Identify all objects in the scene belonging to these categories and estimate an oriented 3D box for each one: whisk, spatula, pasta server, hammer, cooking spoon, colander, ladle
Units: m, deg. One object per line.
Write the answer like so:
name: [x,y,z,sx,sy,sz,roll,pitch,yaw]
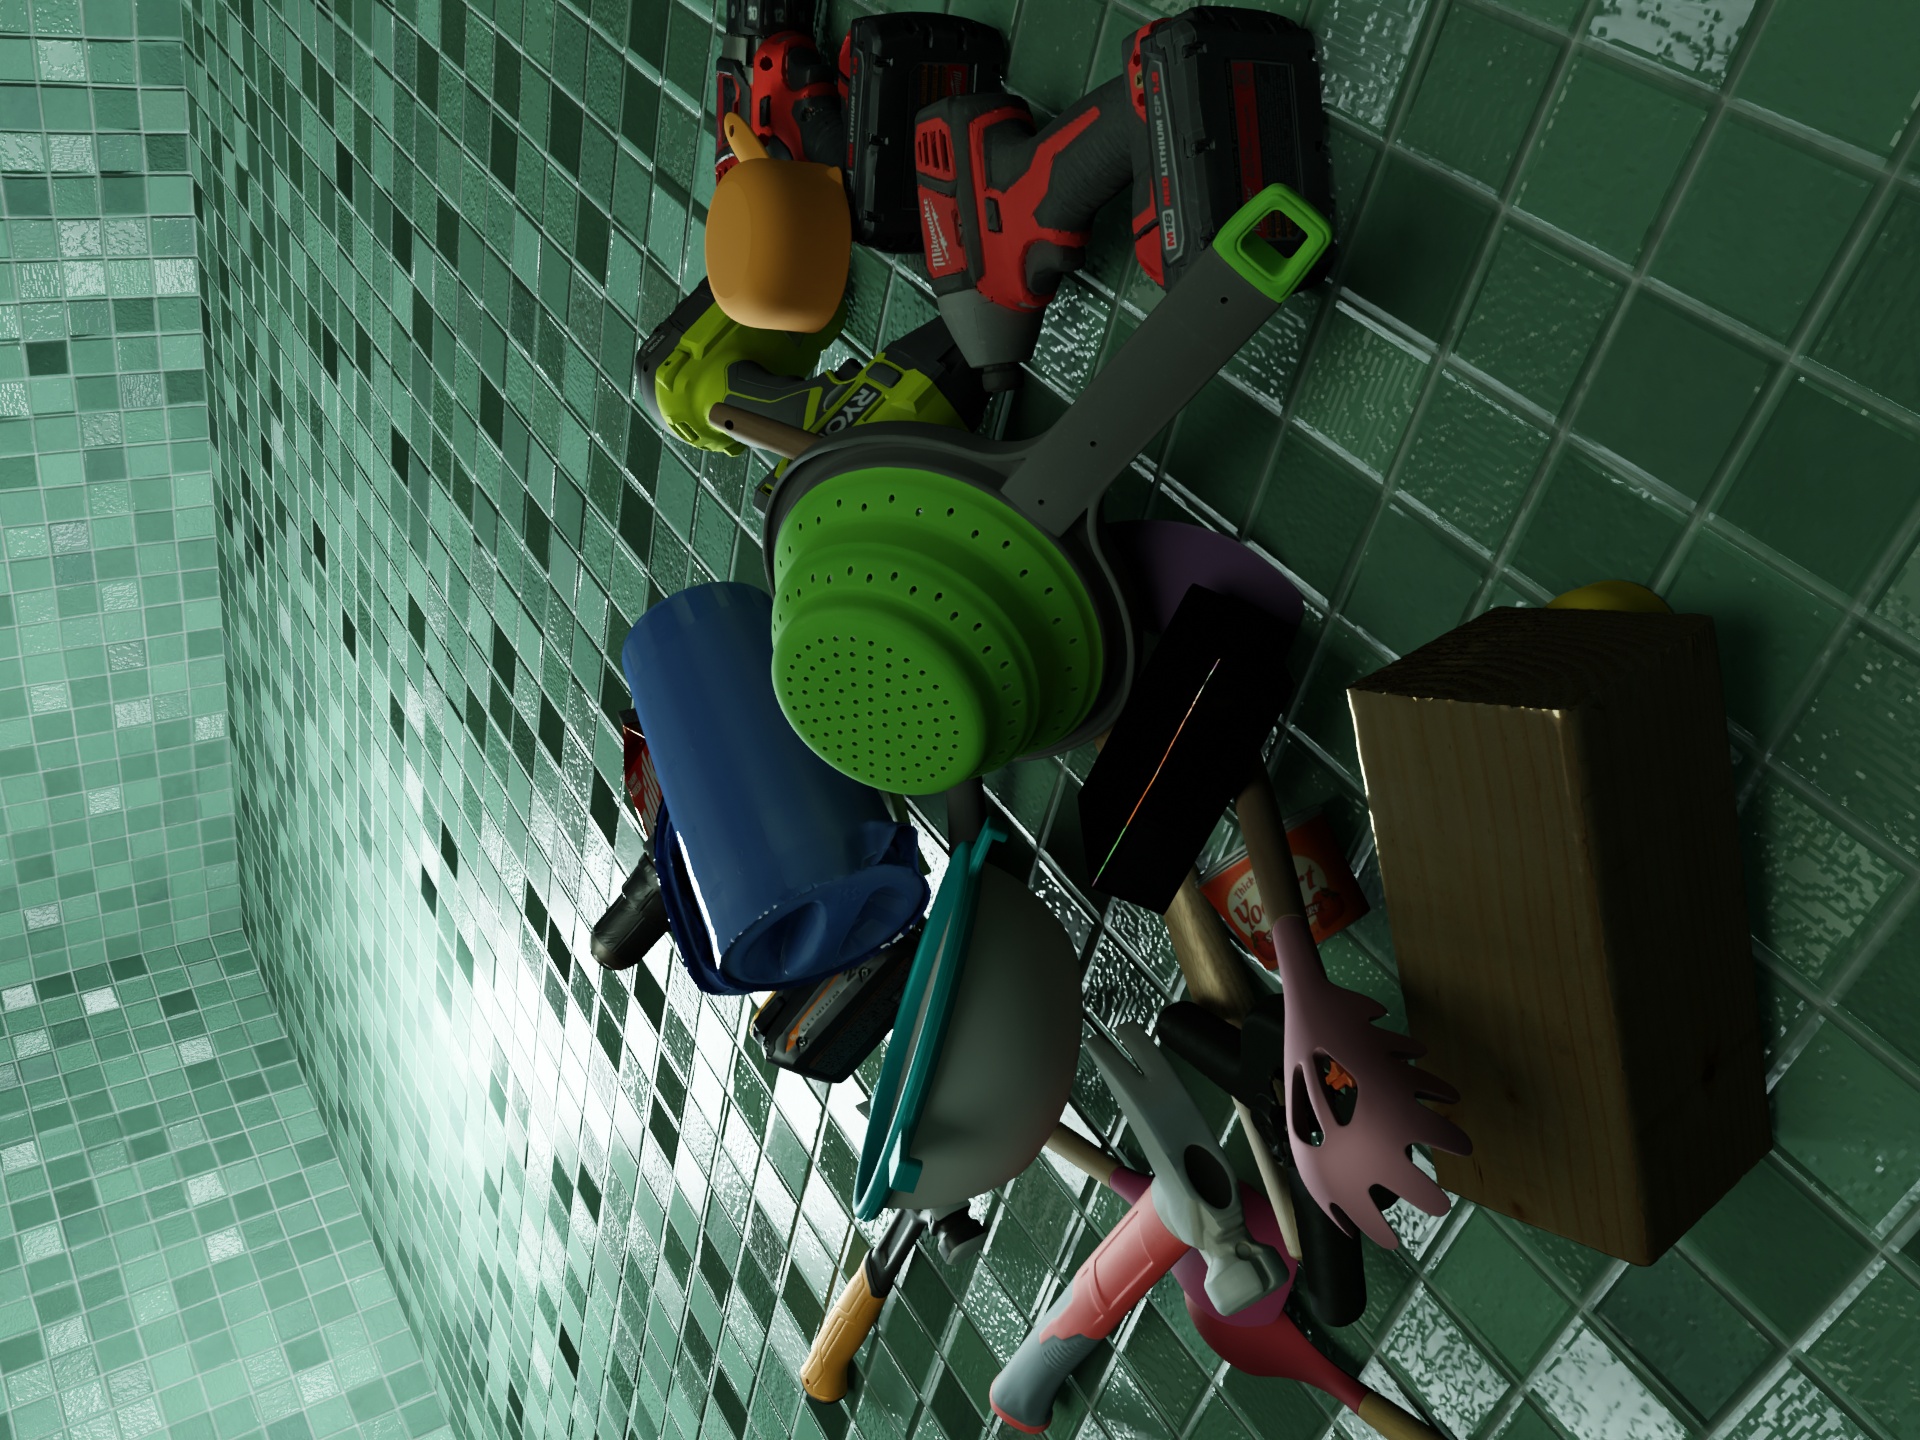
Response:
whisk: [-0.001,-0.003,0.891,0.073,0.073,0.295,38,144,43]
spatula: [0.014,-0.101,0.772,0.316,0.018,0.059,22,122,16]
pasta server: [0.133,0.071,0.637,0.060,0.040,0.316,-46,21,24]
hammer: [-0.071,0.415,1.184,0.127,0.034,0.336,53,139,30]
hammer: [0.121,0.106,0.803,0.130,0.031,0.331,-36,72,54]
hammer: [0.068,0.312,0.894,0.143,0.038,0.386,60,152,28]
cooking spoon: [0.075,0.253,0.917,0.319,0.017,0.069,18,87,56]
colander: [0.017,-0.072,0.702,0.204,0.094,0.397,38,137,-7]
ladle: [0.214,0.339,0.753,0.316,0.031,0.069,22,116,49]

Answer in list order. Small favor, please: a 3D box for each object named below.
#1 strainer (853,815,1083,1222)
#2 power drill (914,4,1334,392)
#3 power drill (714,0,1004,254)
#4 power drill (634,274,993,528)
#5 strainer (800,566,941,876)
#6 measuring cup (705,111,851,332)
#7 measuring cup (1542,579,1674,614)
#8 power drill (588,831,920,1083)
strainer: [0.005,0.203,0.928,0.340,0.095,0.211,110,176,-66]
power drill: [0.060,-0.231,0.730,0.220,0.078,0.143,6,106,54]
power drill: [-0.071,-0.361,0.887,0.227,0.080,0.187,36,128,48]
power drill: [-0.078,-0.193,0.902,0.223,0.171,0.080,38,174,45]
strainer: [-0.034,-0.018,0.969,0.152,0.069,0.256,43,153,57]
measuring cup: [-0.117,-0.281,0.858,0.174,0.052,0.095,61,141,32]
measuring cup: [0.226,0.017,0.619,0.062,0.029,0.156,46,133,37]
power drill: [-0.145,0.146,1.079,0.185,0.084,0.226,-48,57,1]
